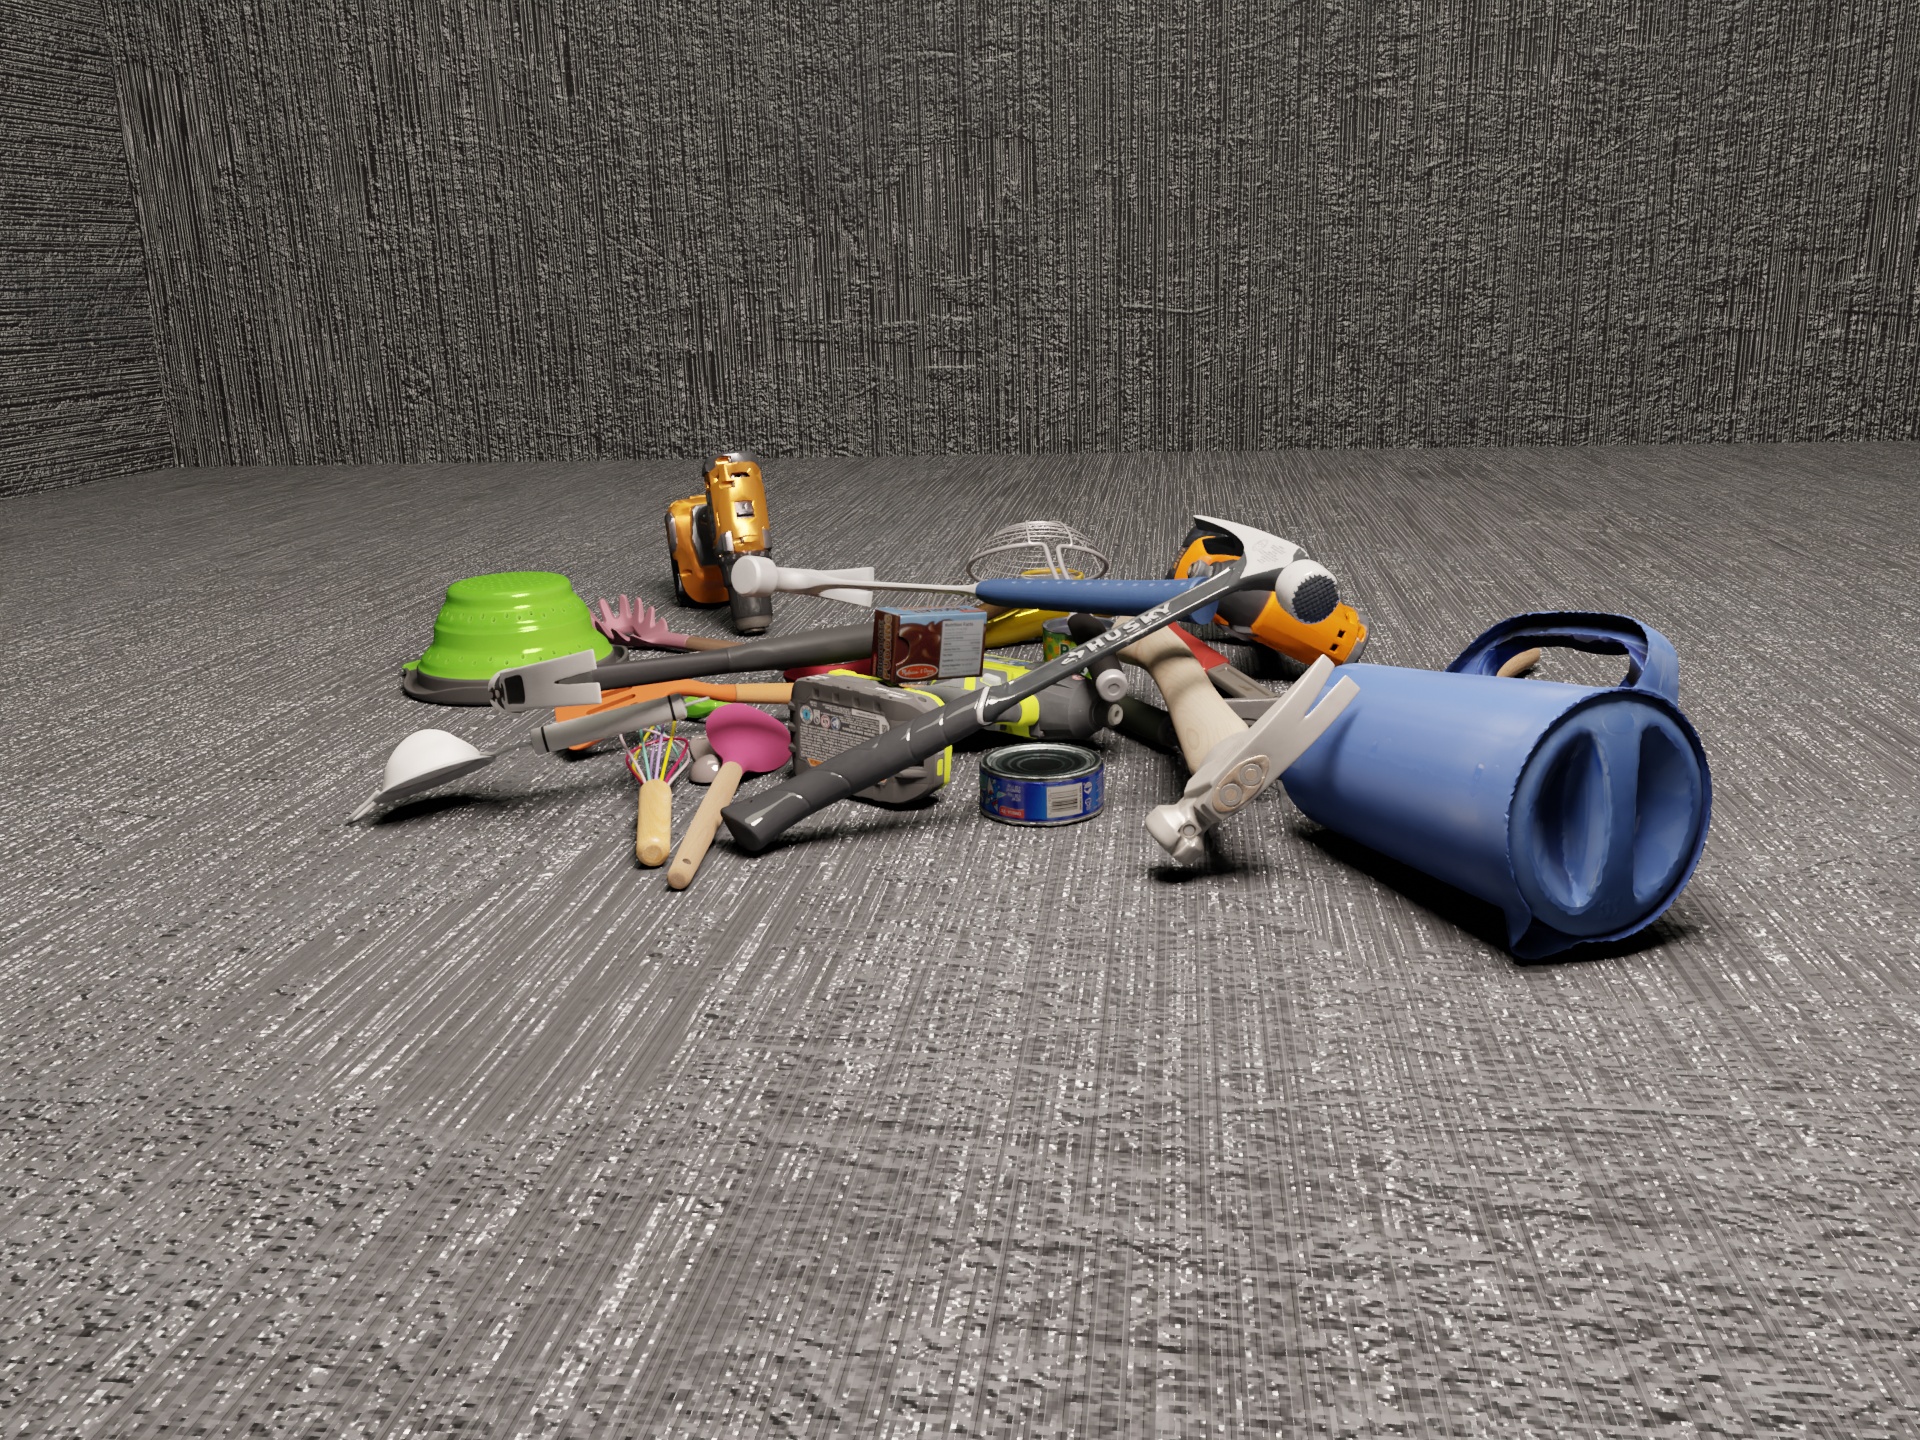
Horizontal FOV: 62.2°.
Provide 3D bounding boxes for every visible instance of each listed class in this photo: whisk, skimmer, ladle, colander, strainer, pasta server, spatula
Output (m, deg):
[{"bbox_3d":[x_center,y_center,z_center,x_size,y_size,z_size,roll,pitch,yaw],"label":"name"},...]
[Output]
[{"bbox_3d":[0.162,0.010,1.178,0.059,0.058,0.246,29,-1,-24],"label":"whisk"},{"bbox_3d":[-0.212,0.046,1.100,0.047,0.051,0.245,-24,22,-1],"label":"whisk"},{"bbox_3d":[0.085,-0.079,1.303,0.127,0.090,0.364,2,27,-9],"label":"skimmer"},{"bbox_3d":[-0.031,-0.076,1.450,0.315,0.031,0.069,-26,30,-38],"label":"ladle"},{"bbox_3d":[-0.348,-0.073,1.419,0.397,0.094,0.204,10,20,37],"label":"colander"},{"bbox_3d":[-0.302,0.015,1.113,0.258,0.050,0.087,-14,-3,-9],"label":"strainer"},{"bbox_3d":[-0.243,-0.078,1.534,0.316,0.040,0.060,11,32,34],"label":"pasta server"},{"bbox_3d":[-0.032,-0.093,1.552,0.055,0.055,0.239,4,20,19],"label":"whisk"},{"bbox_3d":[-0.162,-0.014,1.292,0.322,0.041,0.081,0,33,-24],"label":"spatula"}]

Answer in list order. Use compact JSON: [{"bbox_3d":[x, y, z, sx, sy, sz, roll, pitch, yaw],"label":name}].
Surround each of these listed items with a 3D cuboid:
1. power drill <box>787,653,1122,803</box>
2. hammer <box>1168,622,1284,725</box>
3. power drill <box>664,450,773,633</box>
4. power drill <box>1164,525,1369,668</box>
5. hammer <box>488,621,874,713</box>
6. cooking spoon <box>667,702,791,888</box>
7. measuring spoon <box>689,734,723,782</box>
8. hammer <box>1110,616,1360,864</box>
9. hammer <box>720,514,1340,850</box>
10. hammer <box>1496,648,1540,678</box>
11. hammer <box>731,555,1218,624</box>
[{"bbox_3d":[-0.002,-0.004,1.178,0.171,0.080,0.223,12,17,40],"label":"power drill"},{"bbox_3d":[0.202,-0.052,1.395,0.149,0.036,0.359,-5,16,-11],"label":"hammer"},{"bbox_3d":[-0.252,-0.175,1.705,0.084,0.185,0.226,-8,-2,-22],"label":"power drill"},{"bbox_3d":[0.257,-0.115,1.436,0.164,0.084,0.227,24,10,-13],"label":"power drill"},{"bbox_3d":[-0.152,-0.045,1.130,0.334,0.035,0.146,-10,3,-31],"label":"hammer"},{"bbox_3d":[-0.162,0.044,1.099,0.068,0.017,0.319,26,18,-6],"label":"cooking spoon"},{"bbox_3d":[-0.193,0.023,1.204,0.034,0.018,0.124,-6,15,-13],"label":"measuring spoon"},{"bbox_3d":[0.163,-0.031,1.110,0.038,0.146,0.411,42,11,-13],"label":"hammer"},{"bbox_3d":[0.032,-0.022,1.027,0.409,0.036,0.149,-27,29,-3],"label":"hammer"},{"bbox_3d":[0.403,-0.022,1.273,0.130,0.031,0.331,9,19,34],"label":"hammer"},{"bbox_3d":[0.014,-0.101,1.231,0.406,0.035,0.144,6,4,38],"label":"hammer"}]
